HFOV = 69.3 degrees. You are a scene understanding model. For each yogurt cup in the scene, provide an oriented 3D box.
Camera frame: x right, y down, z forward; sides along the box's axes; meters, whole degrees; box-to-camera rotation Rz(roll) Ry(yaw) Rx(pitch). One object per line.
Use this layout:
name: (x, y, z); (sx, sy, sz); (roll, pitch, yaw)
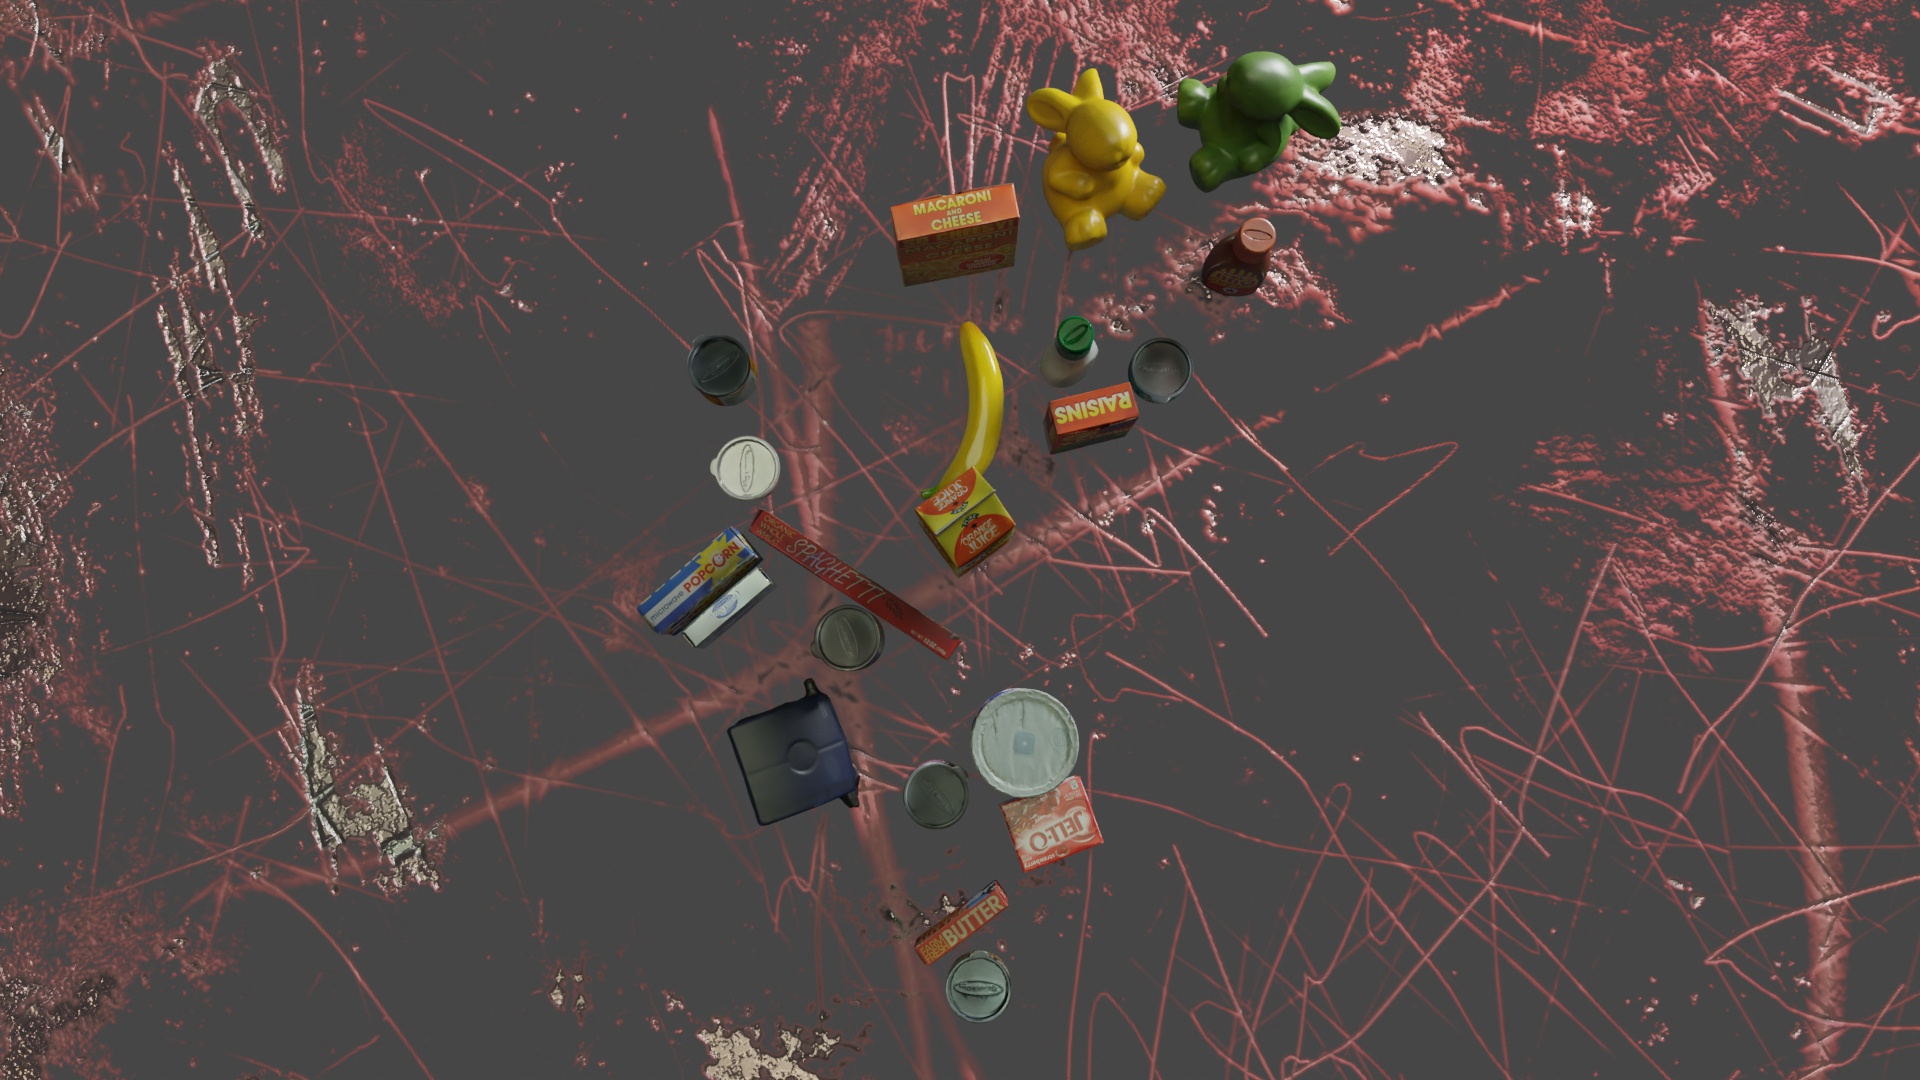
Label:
yogurt cup: (-0.220, -0.072, 1.455); (0.072, 0.054, 0.072); (0, 84, 0)

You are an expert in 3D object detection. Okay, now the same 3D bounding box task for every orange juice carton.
orange juice carton: (0.005, -0.017, 1.379); (0.072, 0.192, 0.073); (-36, 85, -3)

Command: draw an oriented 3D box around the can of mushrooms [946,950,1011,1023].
can of mushrooms: (0.019, 0.449, 1.408); (0.071, 0.033, 0.071); (0, 84, 0)

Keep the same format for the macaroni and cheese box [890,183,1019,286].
macaroni and cheese box: (-0.006, -0.311, 1.425); (0.124, 0.166, 0.040); (-11, 85, -1)

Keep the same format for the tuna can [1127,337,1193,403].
tuna can: (0.212, -0.178, 1.477); (0.071, 0.033, 0.071); (0, 84, 0)

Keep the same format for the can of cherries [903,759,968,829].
can of cherries: (-0.022, 0.257, 1.417); (0.071, 0.058, 0.071); (0, 84, 0)

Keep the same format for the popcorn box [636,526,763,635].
popcorn box: (-0.266, 0.044, 1.427); (0.127, 0.085, 0.038); (-41, 86, -4)

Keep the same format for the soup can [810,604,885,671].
soup can: (-0.115, 0.101, 1.421); (0.071, 0.083, 0.071); (0, 84, 0)

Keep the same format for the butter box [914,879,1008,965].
butter box: (0.001, 0.387, 1.405); (0.103, 0.053, 0.024); (-36, 85, -4)

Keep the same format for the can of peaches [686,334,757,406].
can of peaches: (-0.252, -0.180, 1.465); (0.071, 0.058, 0.071); (0, 84, 0)

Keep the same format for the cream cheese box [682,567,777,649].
cream cheese box: (-0.238, 0.070, 1.440); (0.104, 0.053, 0.024); (-41, 86, -4)

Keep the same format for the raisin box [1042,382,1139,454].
raisin box: (0.132, -0.124, 1.426); (0.086, 0.123, 0.040); (-13, 85, -1)

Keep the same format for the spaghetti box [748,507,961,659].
spaghetti box: (-0.110, 0.046, 1.444); (0.250, 0.050, 0.029); (33, 85, 3)

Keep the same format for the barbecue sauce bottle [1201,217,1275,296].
barbecue sauce bottle: (0.291, -0.292, 1.432); (0.065, 0.148, 0.043); (12, 85, 1)

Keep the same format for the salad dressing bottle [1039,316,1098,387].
salad dressing bottle: (0.113, -0.194, 1.421); (0.064, 0.147, 0.044); (-35, 85, -3)
